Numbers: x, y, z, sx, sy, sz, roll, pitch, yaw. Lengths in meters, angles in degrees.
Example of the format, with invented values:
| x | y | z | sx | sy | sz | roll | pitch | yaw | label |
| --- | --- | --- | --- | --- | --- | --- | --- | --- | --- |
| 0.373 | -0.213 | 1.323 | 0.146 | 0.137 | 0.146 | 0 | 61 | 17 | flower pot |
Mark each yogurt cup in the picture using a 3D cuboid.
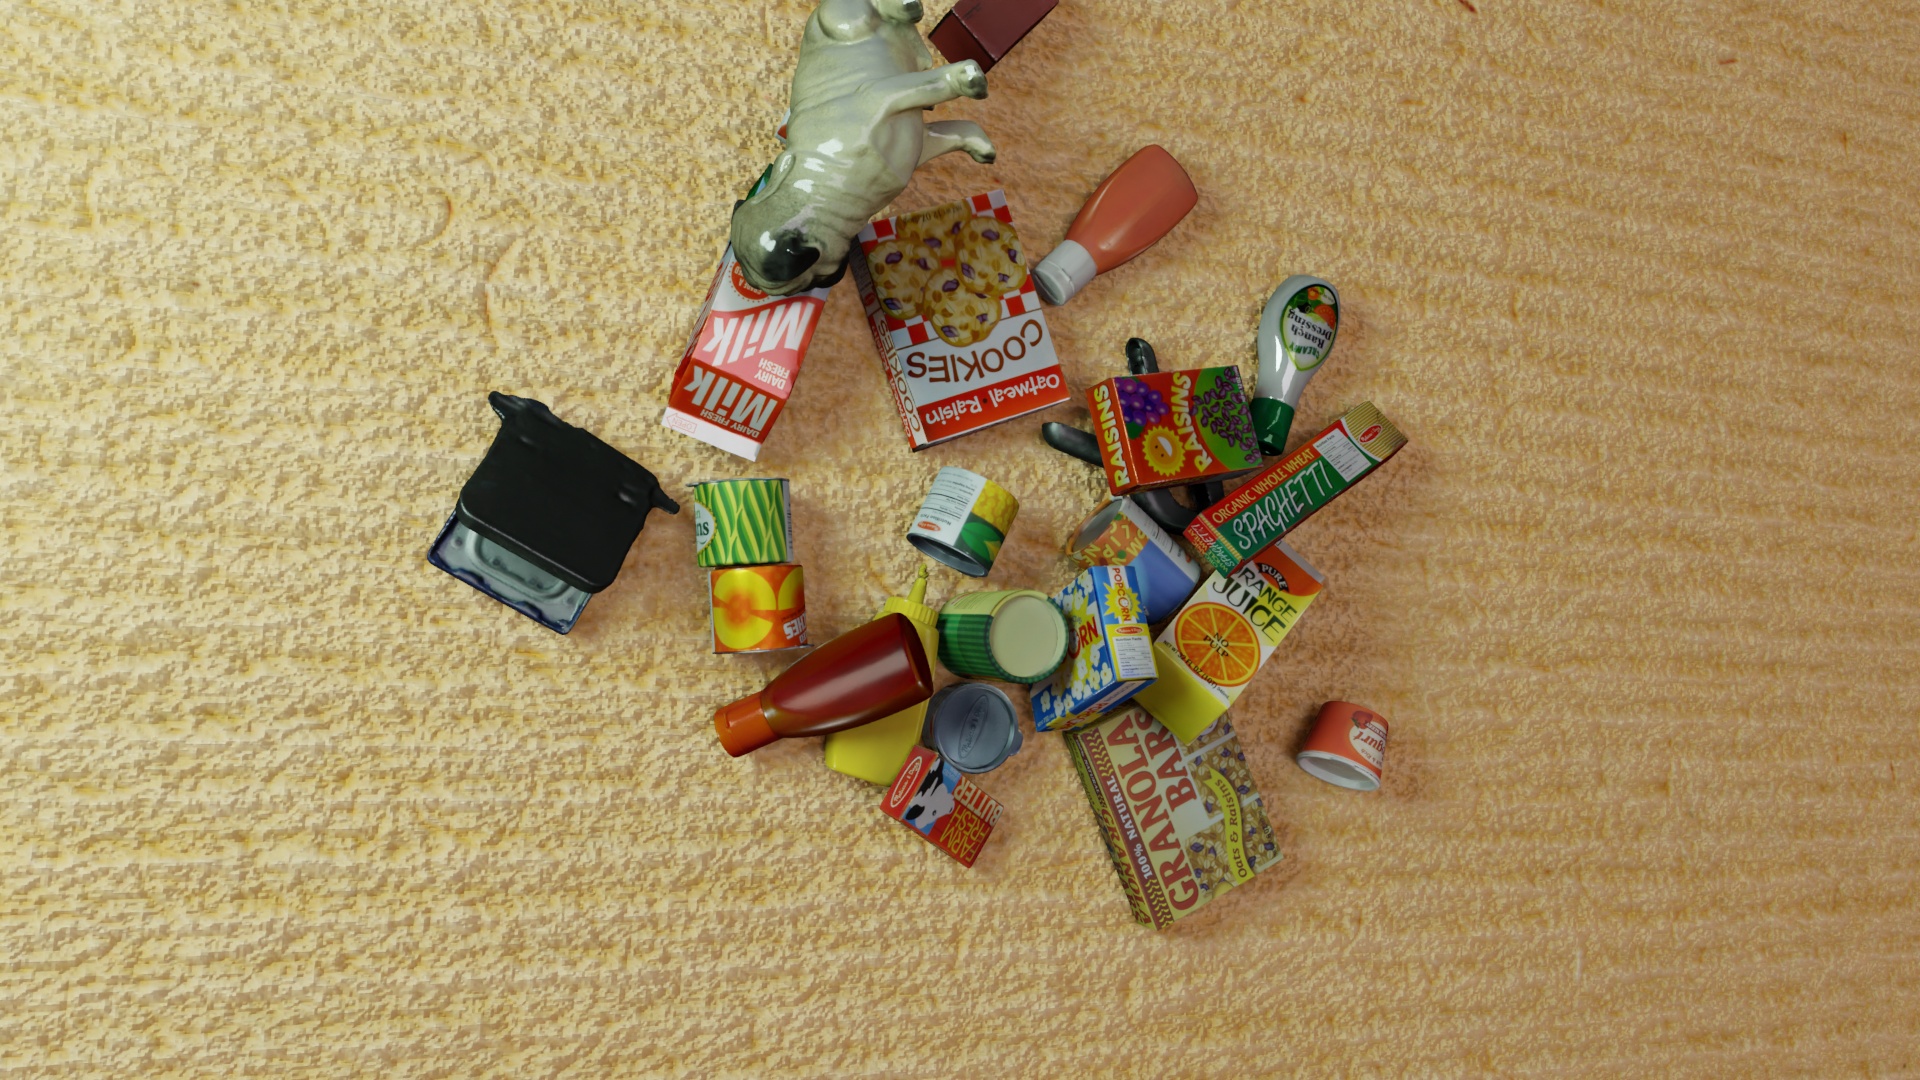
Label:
| x | y | z | sx | sy | sz | roll | pitch | yaw | label |
| --- | --- | --- | --- | --- | --- | --- | --- | --- | --- |
| 0.312 | 0.165 | 1.122 | 0.072 | 0.072 | 0.054 | 30 | 69 | -17 | yogurt cup |

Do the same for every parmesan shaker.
| x | y | z | sx | sy | sz | roll | pitch | yaw | label |
| --- | --- | --- | --- | --- | --- | --- | --- | --- | --- |
| 0.025 | 0.070 | 0.997 | 0.071 | 0.103 | 0.071 | 1 | 87 | -21 | parmesan shaker |

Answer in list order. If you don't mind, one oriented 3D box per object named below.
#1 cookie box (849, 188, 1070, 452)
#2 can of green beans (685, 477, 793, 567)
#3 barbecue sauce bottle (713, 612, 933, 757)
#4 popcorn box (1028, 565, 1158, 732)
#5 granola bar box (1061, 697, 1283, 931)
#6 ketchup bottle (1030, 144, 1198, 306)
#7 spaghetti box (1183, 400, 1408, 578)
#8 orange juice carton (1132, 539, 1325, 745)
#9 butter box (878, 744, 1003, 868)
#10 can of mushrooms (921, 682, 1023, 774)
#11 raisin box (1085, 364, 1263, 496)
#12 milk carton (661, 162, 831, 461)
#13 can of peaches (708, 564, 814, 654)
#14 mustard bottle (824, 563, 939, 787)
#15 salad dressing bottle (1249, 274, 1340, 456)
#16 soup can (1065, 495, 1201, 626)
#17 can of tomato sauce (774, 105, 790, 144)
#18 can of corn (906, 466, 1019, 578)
| x | y | z | sx | sy | sz | roll | pitch | yaw | label |
| --- | --- | --- | --- | --- | --- | --- | --- | --- | --- |
| -0.002 | -0.164 | 1.036 | 0.123 | 0.040 | 0.167 | -19 | 92 | -21 | cookie box |
| -0.149 | -0.012 | 0.956 | 0.071 | 0.071 | 0.058 | -3 | 88 | -21 | can of green beans |
| -0.095 | 0.104 | 0.948 | 0.148 | 0.043 | 0.065 | -24 | 58 | 9 | barbecue sauce bottle |
| 0.089 | 0.080 | 0.998 | 0.038 | 0.126 | 0.085 | 0 | 66 | -24 | popcorn box |
| 0.165 | 0.198 | 1.076 | 0.124 | 0.039 | 0.165 | -23 | 95 | -20 | granola bar box |
| 0.117 | -0.242 | 1.085 | 0.149 | 0.043 | 0.064 | -44 | 101 | -18 | ketchup bottle |
| 0.267 | -0.044 | 1.089 | 0.251 | 0.028 | 0.050 | -30 | 73 | -38 | spaghetti box |
| 0.209 | 0.060 | 1.059 | 0.072 | 0.072 | 0.194 | 41 | 55 | 8 | orange juice carton |
| -0.012 | 0.191 | 0.991 | 0.053 | 0.024 | 0.103 | -59 | 138 | -15 | butter box |
| 0.008 | 0.139 | 1.023 | 0.071 | 0.033 | 0.071 | 2 | 85 | -21 | can of mushrooms |
| 0.163 | -0.085 | 1.054 | 0.124 | 0.040 | 0.086 | -9 | 83 | -31 | raisin box |
| -0.141 | -0.154 | 0.964 | 0.072 | 0.073 | 0.191 | 22 | 79 | -18 | milk carton |
| -0.137 | 0.047 | 0.955 | 0.071 | 0.071 | 0.058 | -3 | 87 | -21 | can of peaches |
| -0.048 | 0.093 | 0.996 | 0.065 | 0.048 | 0.160 | 21 | 79 | -13 | mustard bottle |
| 0.266 | -0.142 | 1.135 | 0.064 | 0.044 | 0.148 | 23 | 79 | -19 | salad dressing bottle |
| 0.129 | 0.017 | 1.061 | 0.083 | 0.071 | 0.071 | 42 | 74 | -13 | soup can |
| -0.081 | -0.298 | 1.000 | 0.083 | 0.071 | 0.071 | 29 | 77 | -16 | can of tomato sauce |
| 0.004 | -0.013 | 1.016 | 0.071 | 0.071 | 0.058 | 30 | 77 | -17 | can of corn |
